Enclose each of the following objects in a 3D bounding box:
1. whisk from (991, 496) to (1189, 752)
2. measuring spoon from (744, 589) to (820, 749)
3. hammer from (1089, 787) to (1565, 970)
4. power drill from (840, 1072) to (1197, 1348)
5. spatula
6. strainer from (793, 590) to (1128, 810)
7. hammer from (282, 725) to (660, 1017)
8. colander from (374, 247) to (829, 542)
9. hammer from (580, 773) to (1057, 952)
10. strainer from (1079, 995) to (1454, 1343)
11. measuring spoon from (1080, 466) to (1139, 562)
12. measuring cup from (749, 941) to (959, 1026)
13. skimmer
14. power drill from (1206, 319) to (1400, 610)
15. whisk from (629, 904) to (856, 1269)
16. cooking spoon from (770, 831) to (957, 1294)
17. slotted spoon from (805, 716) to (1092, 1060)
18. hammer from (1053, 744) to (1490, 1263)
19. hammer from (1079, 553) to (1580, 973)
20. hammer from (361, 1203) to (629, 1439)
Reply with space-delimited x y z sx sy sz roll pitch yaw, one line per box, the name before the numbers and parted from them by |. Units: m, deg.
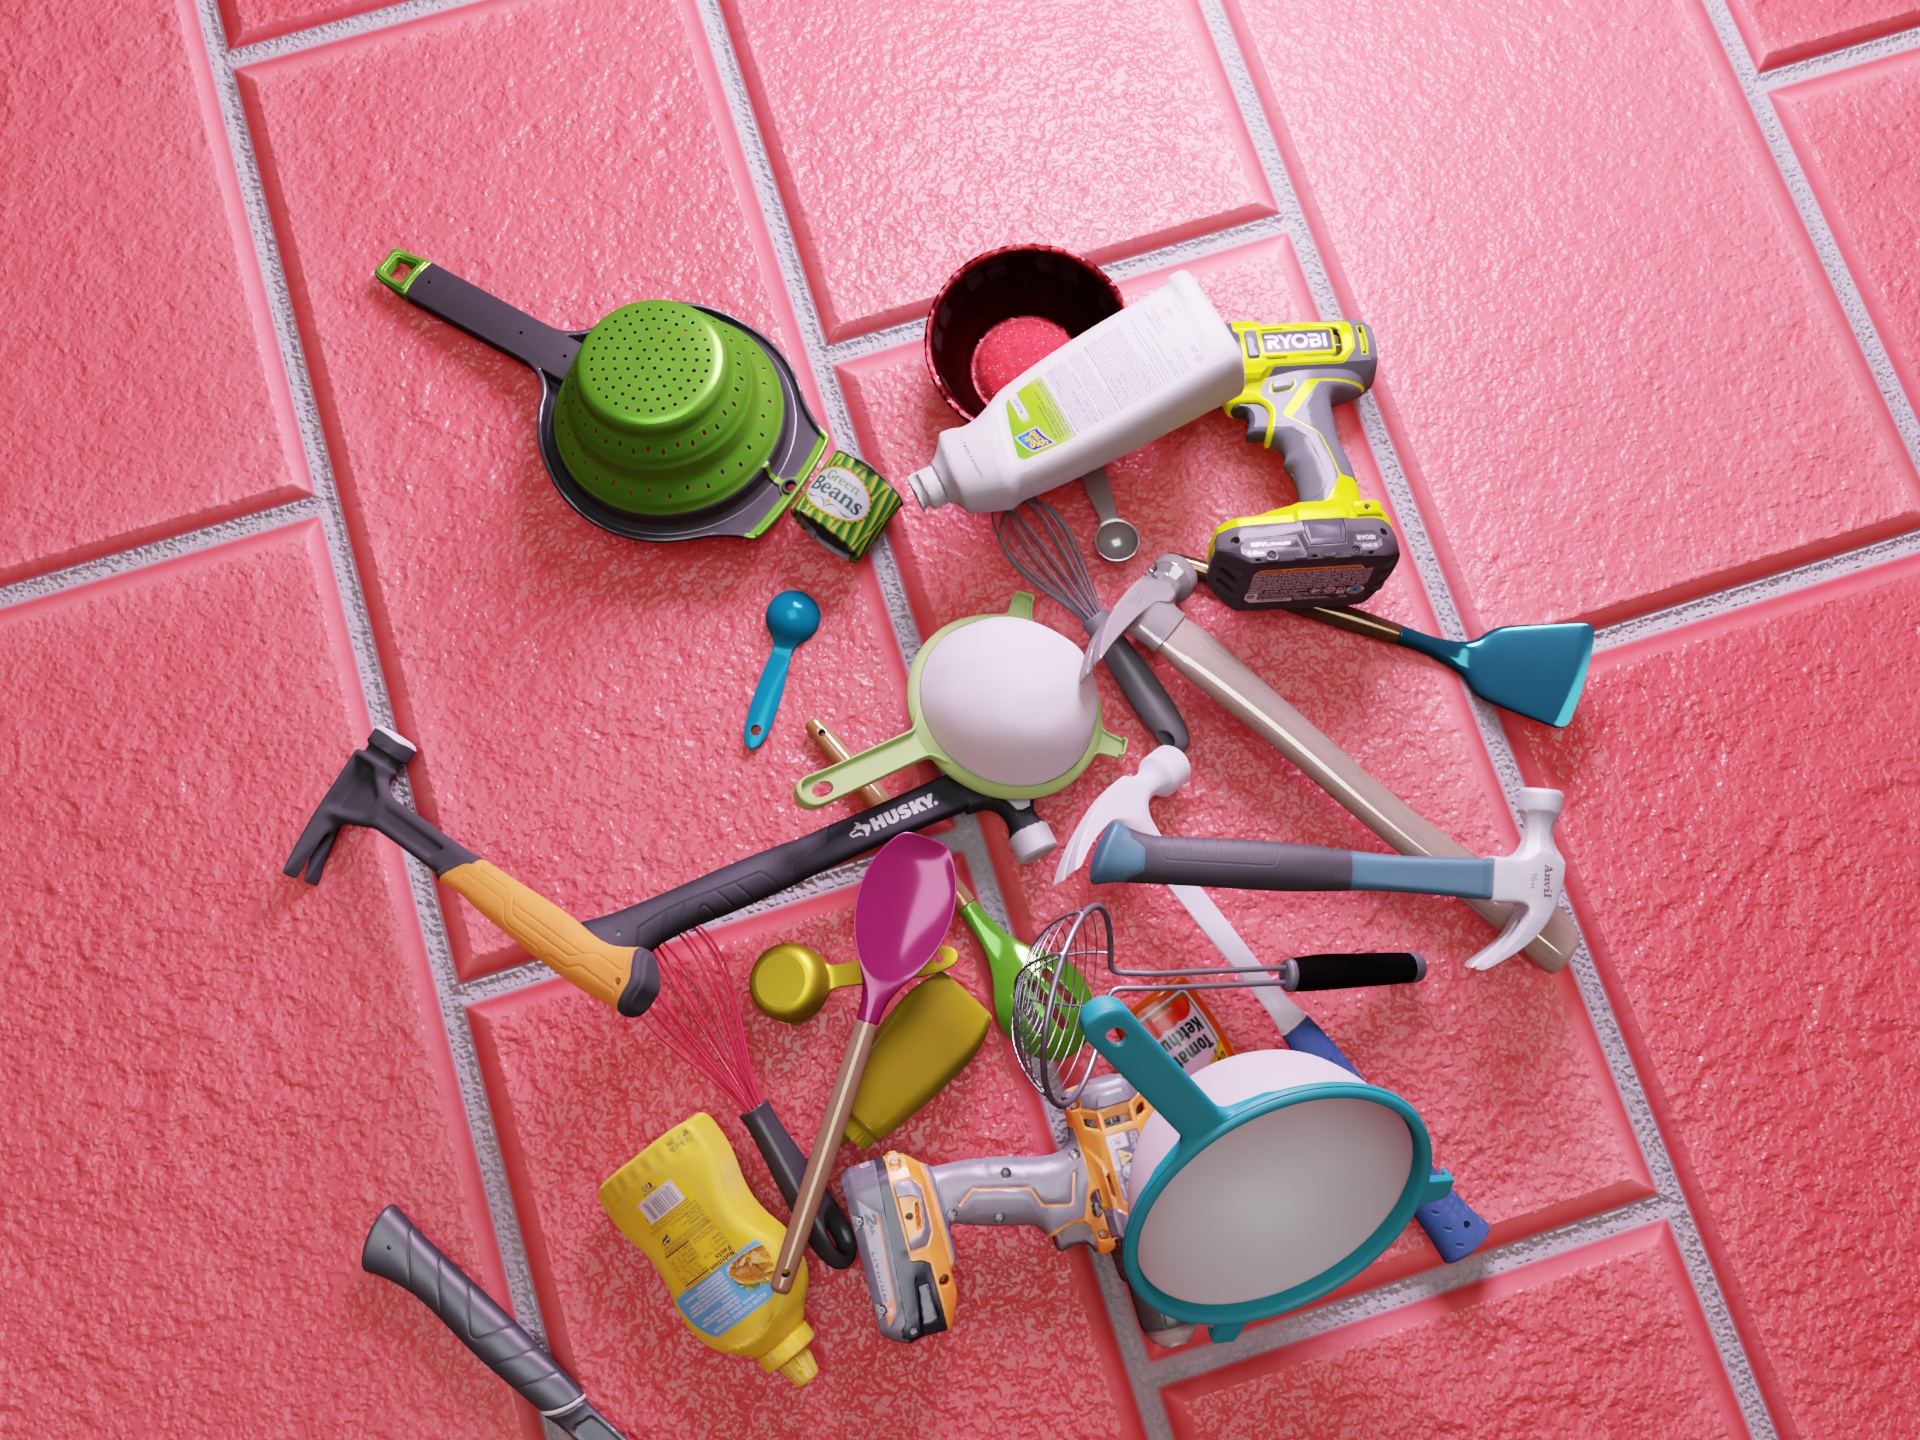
whisk | 0.099 -0.074 1.199 0.055 0.055 0.239 -34 85 -6
measuring spoon | -0.140 -0.040 1.202 0.042 0.021 0.129 16 78 3
hammer | 0.254 0.101 1.096 0.331 0.033 0.128 4 86 -6
power drill | 0.047 0.359 1.095 0.226 0.084 0.185 -15 81 -7
spatula | 0.308 -0.077 1.197 0.317 0.044 0.082 18 83 5
strainer | -0.002 -0.004 1.127 0.256 0.069 0.151 -24 74 -27
hammer | -0.334 0.120 1.096 0.337 0.034 0.127 26 79 31
colander | -0.291 -0.282 1.198 0.397 0.094 0.204 29 73 11
hammer | -0.107 0.090 1.131 0.334 0.035 0.146 -22 73 -18
strainer | 0.156 0.247 1.000 0.211 0.095 0.340 -37 124 6
measuring spoon | 0.107 -0.176 1.236 0.034 0.018 0.124 -16 72 -3
measuring cup | -0.078 0.179 1.133 0.156 0.029 0.062 -12 73 15
skimmer | 0.187 0.179 1.047 0.363 0.090 0.127 2 97 -28
power drill | 0.236 -0.199 1.194 0.171 0.080 0.223 -3 65 -1
whisk | -0.156 0.257 1.125 0.073 0.073 0.296 -31 86 -6
cooking spoon | -0.072 0.231 1.085 0.068 0.017 0.319 20 79 -8
slotted spoon | -0.013 0.118 1.168 0.070 0.031 0.314 -38 79 -12
hammer | 0.225 0.211 1.126 0.144 0.035 0.405 -34 83 -34
hammer | 0.271 0.046 1.150 0.410 0.038 0.146 40 47 4
hammer | -0.254 0.479 1.092 0.409 0.036 0.149 39 80 8
